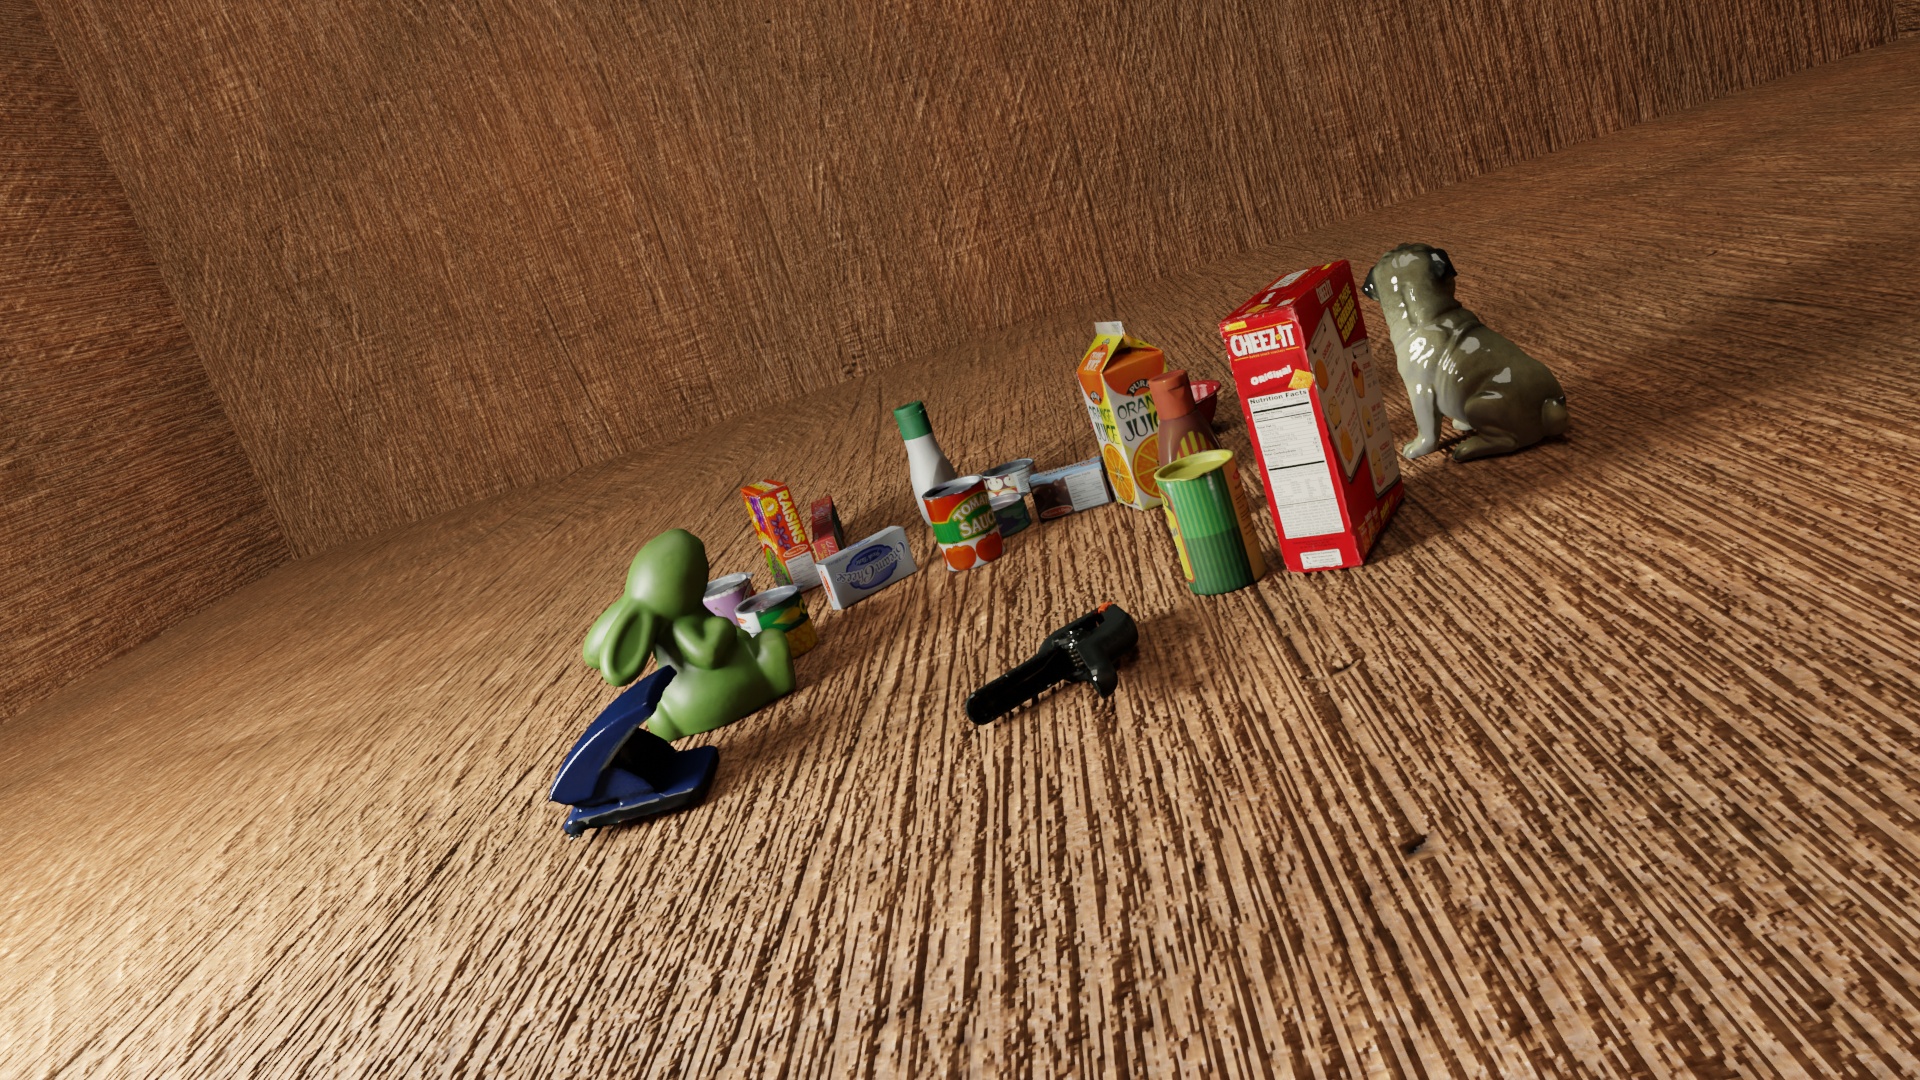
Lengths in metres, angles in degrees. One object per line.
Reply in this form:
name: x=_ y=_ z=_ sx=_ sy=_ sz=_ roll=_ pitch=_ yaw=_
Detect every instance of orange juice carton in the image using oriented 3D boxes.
orange juice carton: x=0.179 y=-0.134 z=1.432 sx=0.073 sy=0.192 sz=0.072 roll=-22 pitch=14 yaw=-11

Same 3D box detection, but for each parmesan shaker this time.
parmesan shaker: x=0.203 y=-0.013 z=1.127 sx=0.071 sy=0.103 sz=0.071 roll=-18 pitch=14 yaw=5

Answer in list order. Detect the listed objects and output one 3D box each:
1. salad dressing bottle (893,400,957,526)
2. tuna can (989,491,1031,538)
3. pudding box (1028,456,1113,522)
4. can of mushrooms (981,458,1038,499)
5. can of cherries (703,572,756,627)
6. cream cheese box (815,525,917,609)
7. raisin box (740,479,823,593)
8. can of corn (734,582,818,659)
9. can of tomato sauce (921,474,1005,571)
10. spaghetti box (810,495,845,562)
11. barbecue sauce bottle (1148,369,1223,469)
salad dressing bottle: x=-0.038 y=-0.090 z=1.637 sx=0.044 sy=0.147 sz=0.064 roll=-9 pitch=17 yaw=35
tuna can: x=0.045 y=-0.027 z=1.525 sx=0.071 sy=0.032 sz=0.071 roll=-18 pitch=14 yaw=5
pudding box: x=0.120 y=-0.056 z=1.505 sx=0.083 sy=0.049 sz=0.030 roll=-16 pitch=14 yaw=11
can of mushrooms: x=0.060 y=-0.073 z=1.681 sx=0.071 sy=0.033 sz=0.071 roll=-18 pitch=14 yaw=5
can of cherries: x=-0.242 y=0.072 z=1.466 sx=0.071 sy=0.058 sz=0.072 roll=-18 pitch=14 yaw=5
cream cheese box: x=-0.098 y=0.028 z=1.459 sx=0.104 sy=0.053 sz=0.024 roll=-27 pitch=16 yaw=-31
raisin box: x=-0.203 y=-0.005 z=1.575 sx=0.040 sy=0.123 sz=0.086 roll=-23 pitch=14 yaw=-17
can of corn: x=-0.176 y=0.081 z=1.346 sx=0.071 sy=0.058 sz=0.071 roll=-18 pitch=14 yaw=5
can of tomato sauce: x=0.005 y=-0.018 z=1.440 sx=0.071 sy=0.083 sz=0.071 roll=-18 pitch=14 yaw=5
spaghetti box: x=-0.158 y=-0.005 z=1.670 sx=0.029 sy=0.050 sz=0.250 roll=-19 pitch=14 yaw=-2
barbecue sauce bottle: x=0.212 y=-0.083 z=1.287 sx=0.065 sy=0.148 sz=0.044 roll=-20 pitch=14 yaw=-7
